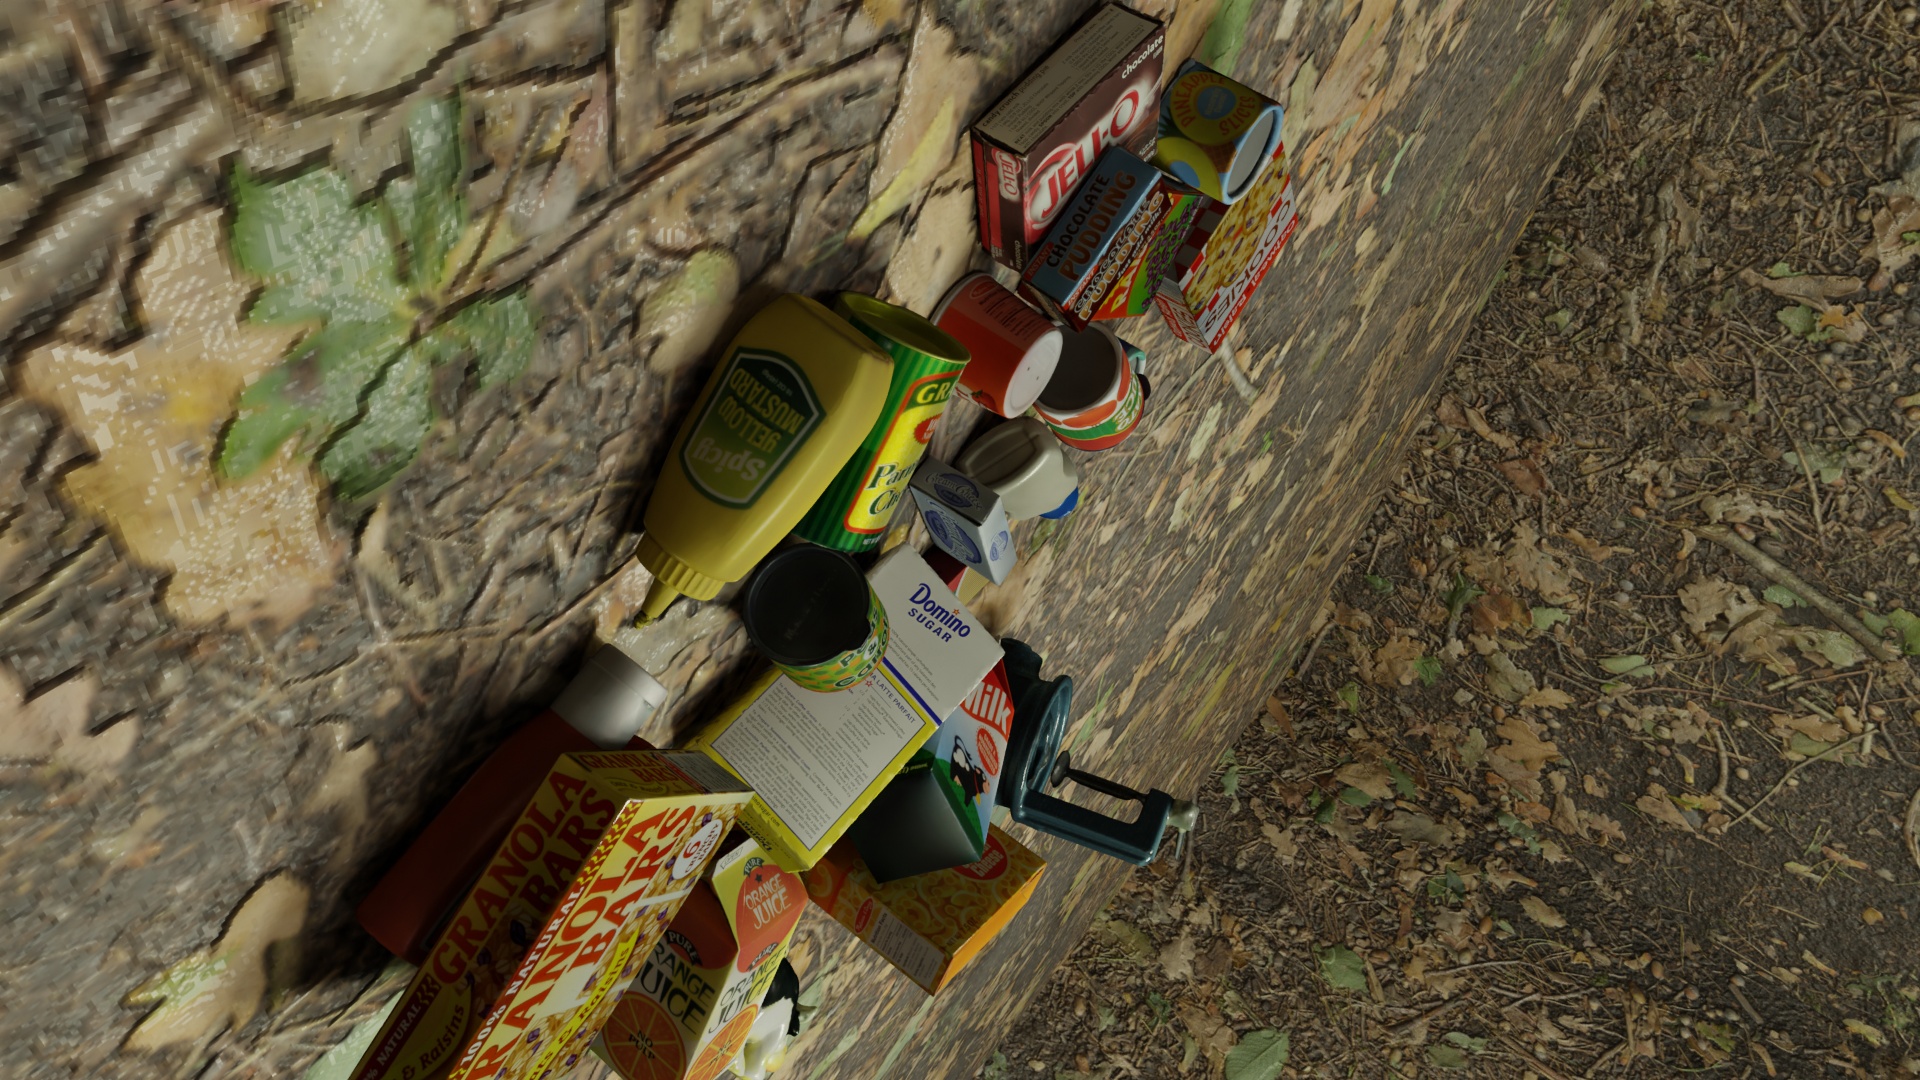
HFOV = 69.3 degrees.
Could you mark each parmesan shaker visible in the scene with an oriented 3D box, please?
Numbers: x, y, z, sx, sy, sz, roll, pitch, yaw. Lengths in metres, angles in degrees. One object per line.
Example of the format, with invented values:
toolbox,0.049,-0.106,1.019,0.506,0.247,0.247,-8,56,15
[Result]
parmesan shaker,-0.046,-0.054,0.642,0.071,0.071,0.102,-14,134,-63

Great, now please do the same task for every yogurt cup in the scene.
yogurt cup,0.018,-0.101,0.740,0.073,0.054,0.072,-48,160,-25

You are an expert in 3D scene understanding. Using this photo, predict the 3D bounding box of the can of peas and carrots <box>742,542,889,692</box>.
can of peas and carrots,-0.072,0.043,0.726,0.071,0.071,0.058,-52,161,-12

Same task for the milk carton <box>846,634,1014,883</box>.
milk carton,-0.018,0.122,0.892,0.073,0.072,0.191,64,20,-23

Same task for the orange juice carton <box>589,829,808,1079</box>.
orange juice carton,-0.156,0.252,0.855,0.072,0.073,0.191,-23,142,-58

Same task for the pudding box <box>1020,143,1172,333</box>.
pudding box,0.069,-0.152,0.702,0.083,0.030,0.049,-54,161,1

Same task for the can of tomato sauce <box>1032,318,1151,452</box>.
can of tomato sauce,0.079,-0.098,0.870,0.071,0.071,0.083,-56,161,0

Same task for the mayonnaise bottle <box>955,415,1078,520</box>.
mayonnaise bottle,0.045,-0.041,0.914,0.064,0.041,0.148,-33,165,10

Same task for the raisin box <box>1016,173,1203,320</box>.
raisin box,0.091,-0.175,0.822,0.124,0.040,0.085,-19,140,-60

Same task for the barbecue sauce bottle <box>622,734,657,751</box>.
barbecue sauce bottle,-0.192,0.162,0.669,0.148,0.044,0.065,-60,160,8

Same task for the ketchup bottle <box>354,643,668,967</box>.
ketchup bottle,-0.188,0.112,0.598,0.149,0.043,0.064,-52,163,-15

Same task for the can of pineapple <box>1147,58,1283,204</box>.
can of pineapple,0.152,-0.244,0.831,0.071,0.058,0.070,-47,159,-25

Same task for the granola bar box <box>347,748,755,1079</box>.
granola bar box,-0.171,0.167,0.597,0.165,0.039,0.124,-57,163,1

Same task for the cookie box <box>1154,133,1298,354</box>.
cookie box,0.187,-0.215,0.993,0.123,0.040,0.167,-57,160,2

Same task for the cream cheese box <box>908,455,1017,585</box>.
cream cheese box,0.003,-0.011,0.851,0.024,0.053,0.103,-54,161,-13

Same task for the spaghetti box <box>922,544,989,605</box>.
spaghetti box,-0.055,0.070,0.876,0.251,0.029,0.049,-44,157,-34

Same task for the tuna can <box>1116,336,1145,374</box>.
tuna can,0.095,-0.108,0.951,0.071,0.033,0.070,-48,160,-25

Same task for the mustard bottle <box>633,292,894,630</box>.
mustard bottle,-0.093,-0.024,0.582,0.160,0.065,0.049,-56,166,9

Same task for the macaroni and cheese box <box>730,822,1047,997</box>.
macaroni and cheese box,-0.045,0.199,0.896,0.124,0.167,0.040,-27,145,-55
